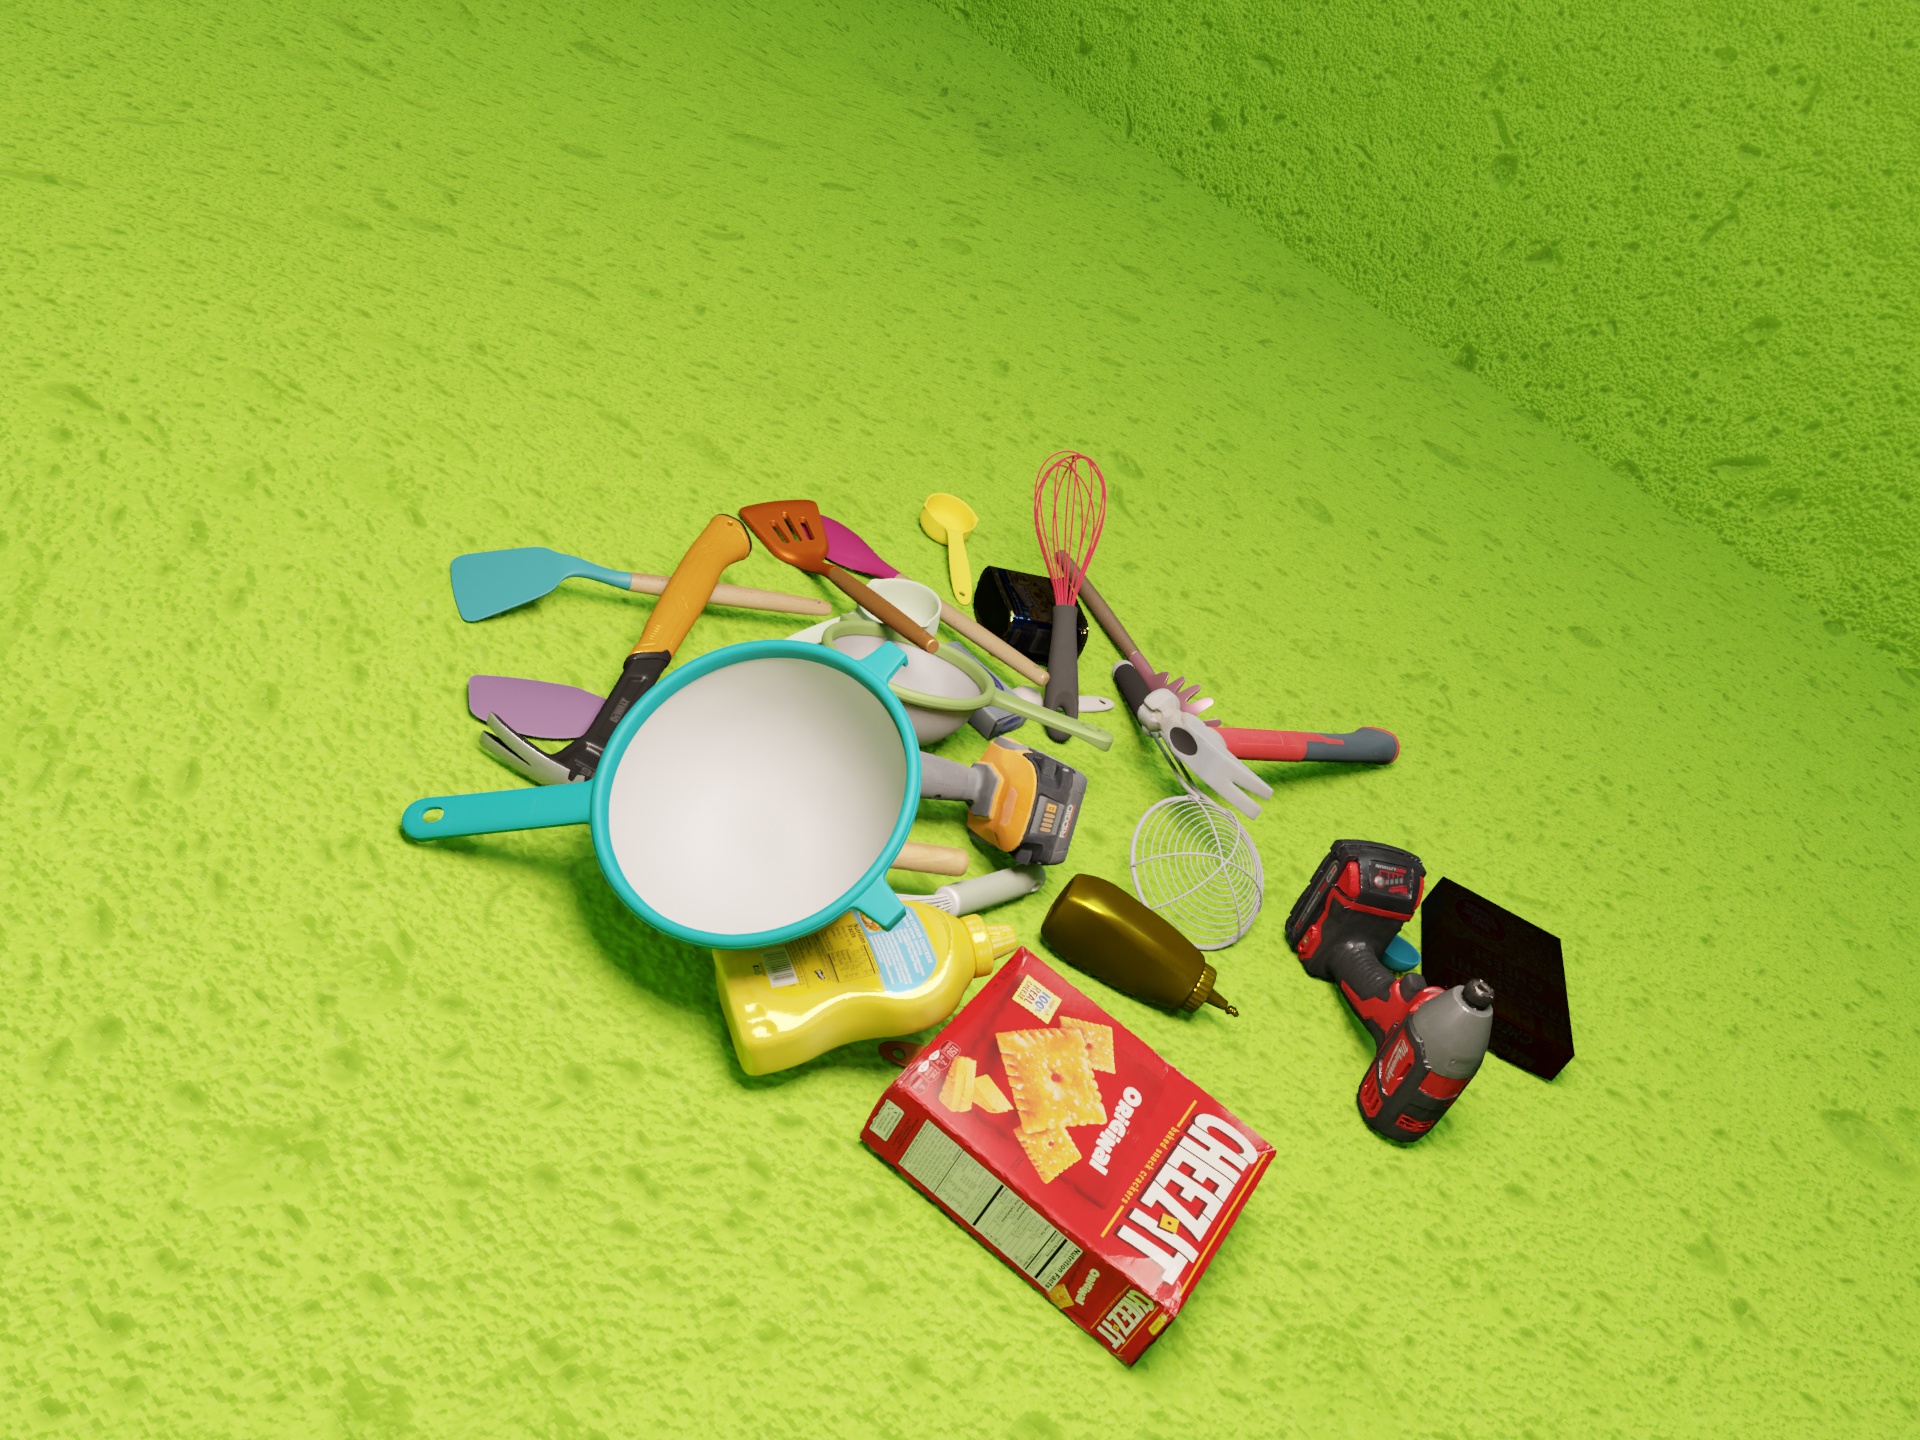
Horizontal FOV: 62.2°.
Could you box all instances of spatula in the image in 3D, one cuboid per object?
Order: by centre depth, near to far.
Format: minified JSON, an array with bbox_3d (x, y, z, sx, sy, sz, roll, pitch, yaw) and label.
[{"bbox_3d":[-0.214,0.003,1.215,0.315,0.018,0.060,7,42,-27],"label":"spatula"},{"bbox_3d":[-0.253,-0.104,1.314,0.317,0.044,0.082,6,39,-31],"label":"spatula"},{"bbox_3d":[-0.101,-0.130,1.410,0.081,0.041,0.323,-11,28,-28],"label":"spatula"}]

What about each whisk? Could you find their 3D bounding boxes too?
[{"bbox_3d":[-0.110,0.082,1.121,0.245,0.051,0.047,9,77,-17],"label":"whisk"},{"bbox_3d":[-0.016,0.133,1.152,0.246,0.057,0.059,-10,55,-50],"label":"whisk"},{"bbox_3d":[0.098,-0.120,1.470,0.073,0.073,0.296,13,68,-22],"label":"whisk"}]

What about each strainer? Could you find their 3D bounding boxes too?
[{"bbox_3d":[-0.184,0.066,1.030,0.340,0.095,0.211,-6,61,9],"label":"strainer"},{"bbox_3d":[-0.002,-0.004,1.320,0.256,0.069,0.152,20,20,-5],"label":"strainer"}]

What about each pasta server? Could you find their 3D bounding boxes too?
[{"bbox_3d":[0.171,-0.082,1.596,0.040,0.060,0.317,-24,46,-7],"label":"pasta server"}]

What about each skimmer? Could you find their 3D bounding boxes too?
[{"bbox_3d":[0.173,0.060,1.407,0.127,0.090,0.364,20,23,-20],"label":"skimmer"}]

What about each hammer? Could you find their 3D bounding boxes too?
[{"bbox_3d":[-0.240,-0.063,1.224,0.127,0.034,0.337,27,41,-7],"label":"hammer"},{"bbox_3d":[0.322,0.033,1.478,0.386,0.038,0.143,3,34,-49],"label":"hammer"}]

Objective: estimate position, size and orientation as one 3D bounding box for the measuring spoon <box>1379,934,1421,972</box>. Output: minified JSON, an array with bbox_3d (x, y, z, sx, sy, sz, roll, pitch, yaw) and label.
[{"bbox_3d":[0.360,0.180,1.393,0.042,0.021,0.129,13,26,-20],"label":"measuring spoon"}]

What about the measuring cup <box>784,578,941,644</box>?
[{"bbox_3d":[-0.092,-0.076,1.408,0.167,0.038,0.083,-24,48,-31],"label":"measuring cup"}]

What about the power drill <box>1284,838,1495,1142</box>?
[{"bbox_3d":[0.336,0.198,1.229,0.078,0.143,0.220,13,33,-17],"label":"power drill"}]

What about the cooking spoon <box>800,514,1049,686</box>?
[{"bbox_3d":[-0.040,-0.119,1.487,0.319,0.017,0.068,36,33,26],"label":"cooking spoon"}]

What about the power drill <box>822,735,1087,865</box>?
[{"bbox_3d":[-0.023,0.047,1.183,0.226,0.084,0.185,14,5,-19],"label":"power drill"}]

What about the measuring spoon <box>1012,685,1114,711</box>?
[{"bbox_3d":[0.098,-0.021,1.474,0.124,0.018,0.034,0,41,-37],"label":"measuring spoon"}]

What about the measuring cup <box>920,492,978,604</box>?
[{"bbox_3d":[-0.009,-0.167,1.603,0.062,0.029,0.157,12,47,-23],"label":"measuring cup"}]

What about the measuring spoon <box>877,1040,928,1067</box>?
[{"bbox_3d":[0.000,0.234,1.058,0.117,0.011,0.021,17,41,-10],"label":"measuring spoon"}]
